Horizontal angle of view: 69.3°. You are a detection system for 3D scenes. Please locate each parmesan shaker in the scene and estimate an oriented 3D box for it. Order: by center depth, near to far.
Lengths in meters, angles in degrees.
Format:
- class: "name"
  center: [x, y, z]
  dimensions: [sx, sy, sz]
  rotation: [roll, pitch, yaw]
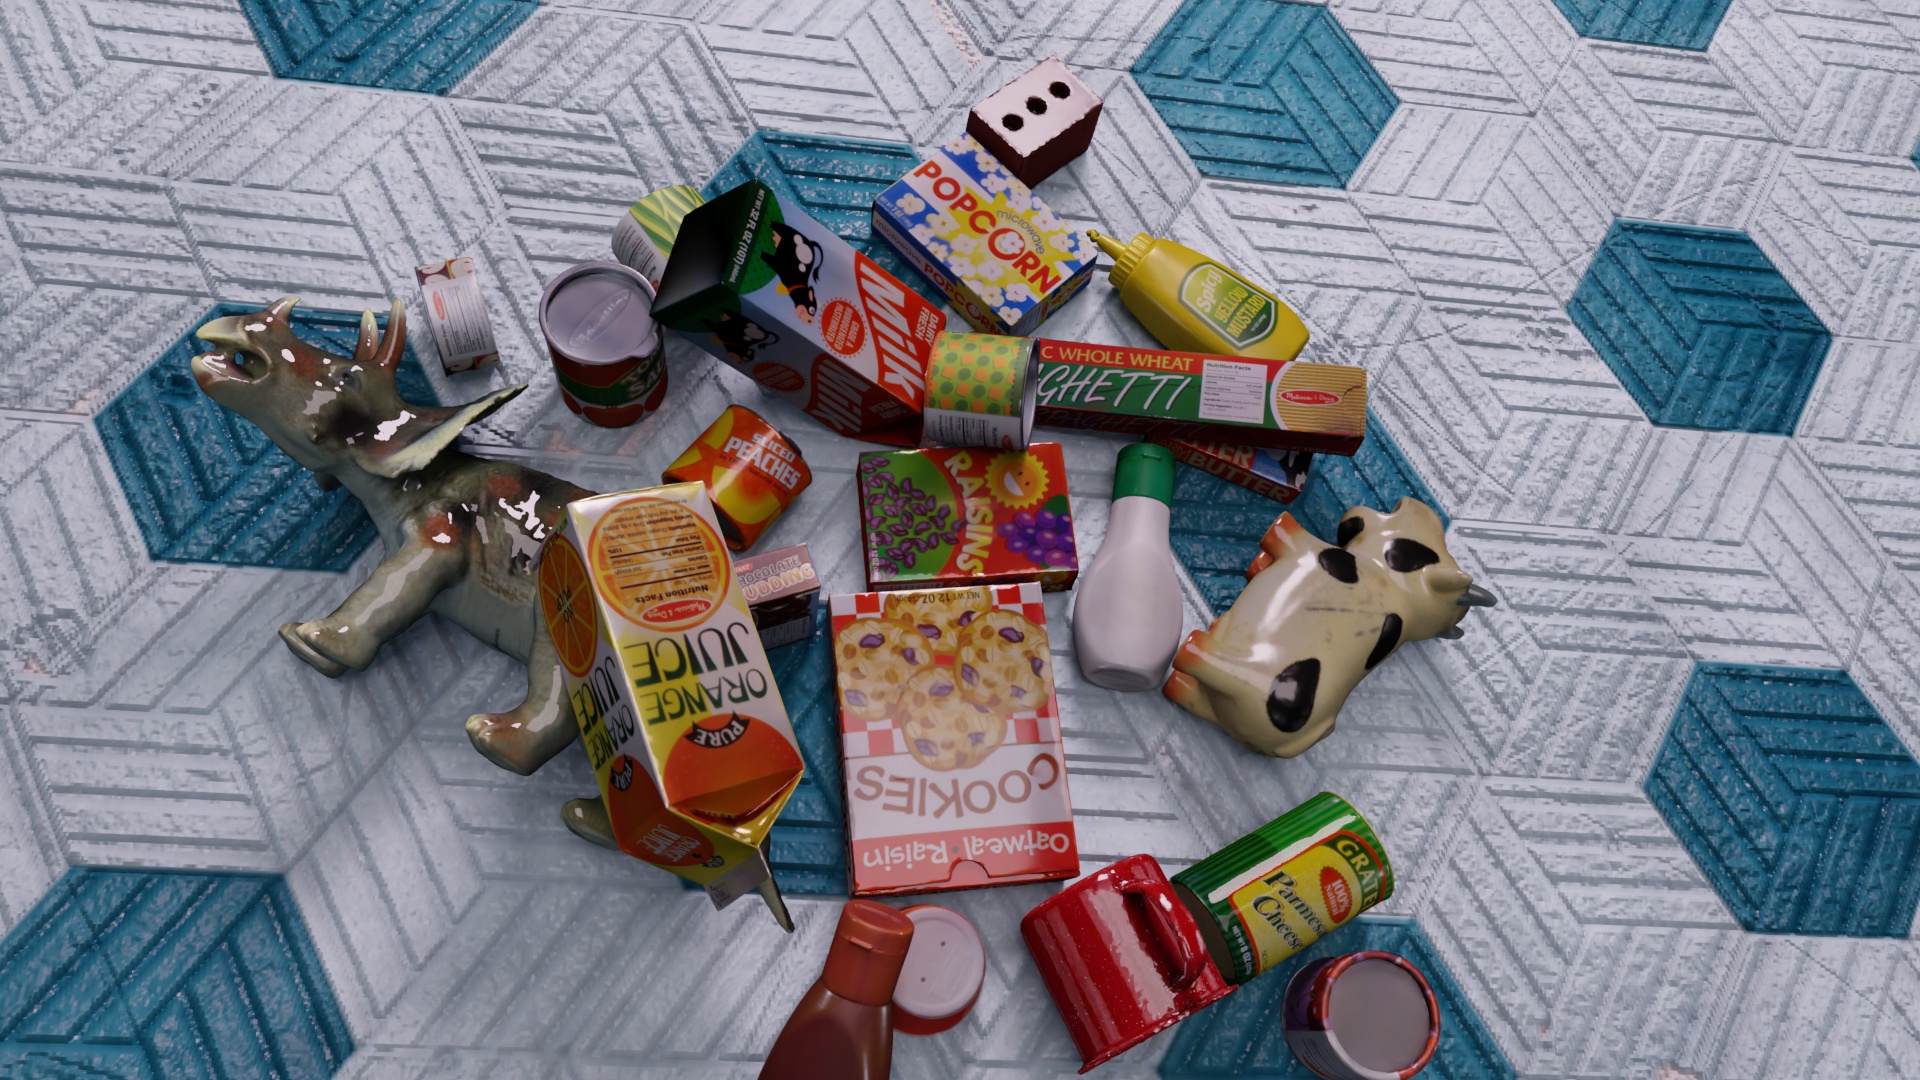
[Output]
- class: "parmesan shaker"
  center: [0.174, 0.192, 0.755]
  dimensions: [0.103, 0.071, 0.071]
  rotation: [-25, 74, -16]

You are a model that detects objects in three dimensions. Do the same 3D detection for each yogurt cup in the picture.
- class: "yogurt cup"
  center: [-0.017, 0.221, 0.720]
  dimensions: [0.072, 0.053, 0.072]
  rotation: [3, 68, -8]

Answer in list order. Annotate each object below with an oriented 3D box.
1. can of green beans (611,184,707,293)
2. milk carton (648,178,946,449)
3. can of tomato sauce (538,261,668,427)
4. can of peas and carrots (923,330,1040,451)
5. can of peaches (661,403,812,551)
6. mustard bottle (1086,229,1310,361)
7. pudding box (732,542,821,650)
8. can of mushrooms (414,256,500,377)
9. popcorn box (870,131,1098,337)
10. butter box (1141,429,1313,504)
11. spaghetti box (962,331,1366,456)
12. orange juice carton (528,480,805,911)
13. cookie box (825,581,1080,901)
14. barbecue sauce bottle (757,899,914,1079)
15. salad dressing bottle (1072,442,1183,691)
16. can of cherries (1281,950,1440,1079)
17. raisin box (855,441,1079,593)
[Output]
- class: "can of green beans"
  center: [-0.171, -0.175, 0.851]
  dimensions: [0.071, 0.071, 0.058]
  rotation: [-34, 76, -19]
- class: "milk carton"
  center: [-0.076, -0.121, 0.814]
  dimensions: [0.190, 0.073, 0.072]
  rotation: [30, 62, -37]
- class: "can of tomato sauce"
  center: [-0.204, -0.112, 0.811]
  dimensions: [0.071, 0.082, 0.071]
  rotation: [3, 68, -7]
- class: "can of peas and carrots"
  center: [0.013, -0.090, 0.811]
  dimensions: [0.059, 0.070, 0.071]
  rotation: [6, 67, 8]
- class: "can of peaches"
  center: [-0.128, -0.035, 0.799]
  dimensions: [0.071, 0.071, 0.058]
  rotation: [38, 69, 8]
- class: "mustard bottle"
  center: [0.146, -0.156, 0.899]
  dimensions: [0.160, 0.048, 0.065]
  rotation: [36, 66, 7]
- class: "pudding box"
  center: [-0.105, 0.034, 0.767]
  dimensions: [0.050, 0.083, 0.030]
  rotation: [-15, 71, -13]
- class: "can of mushrooms"
  center: [-0.296, -0.132, 0.817]
  dimensions: [0.033, 0.070, 0.071]
  rotation: [-16, 72, -16]
- class: "popcorn box"
  center: [0.015, -0.194, 0.901]
  dimensions: [0.127, 0.038, 0.085]
  rotation: [45, 69, 10]
- class: "butter box"
  center: [0.172, -0.067, 0.880]
  dimensions: [0.103, 0.024, 0.053]
  rotation: [22, 67, 1]
- class: "spaghetti box"
  center: [0.120, -0.091, 0.853]
  dimensions: [0.250, 0.028, 0.050]
  rotation: [6, 67, 8]
- class: "orange juice carton"
  center: [-0.134, 0.076, 0.655]
  dimensions: [0.073, 0.071, 0.193]
  rotation: [-11, 72, -36]
- class: "cookie box"
  center: [-0.007, 0.110, 0.774]
  dimensions: [0.123, 0.040, 0.168]
  rotation: [-3, 69, -10]
- class: "barbecue sauce bottle"
  center: [-0.062, 0.250, 0.673]
  dimensions: [0.065, 0.044, 0.148]
  rotation: [19, 94, 17]
- class: "salad dressing bottle"
  center: [0.104, 0.014, 0.828]
  dimensions: [0.064, 0.043, 0.148]
  rotation: [11, 66, -1]
- class: "can of cherries"
  center: [0.213, 0.251, 0.739]
  dimensions: [0.071, 0.058, 0.072]
  rotation: [3, 68, -7]
- class: "raisin box"
  center: [0.003, -0.010, 0.825]
  dimensions: [0.123, 0.040, 0.086]
  rotation: [-4, 68, -8]
